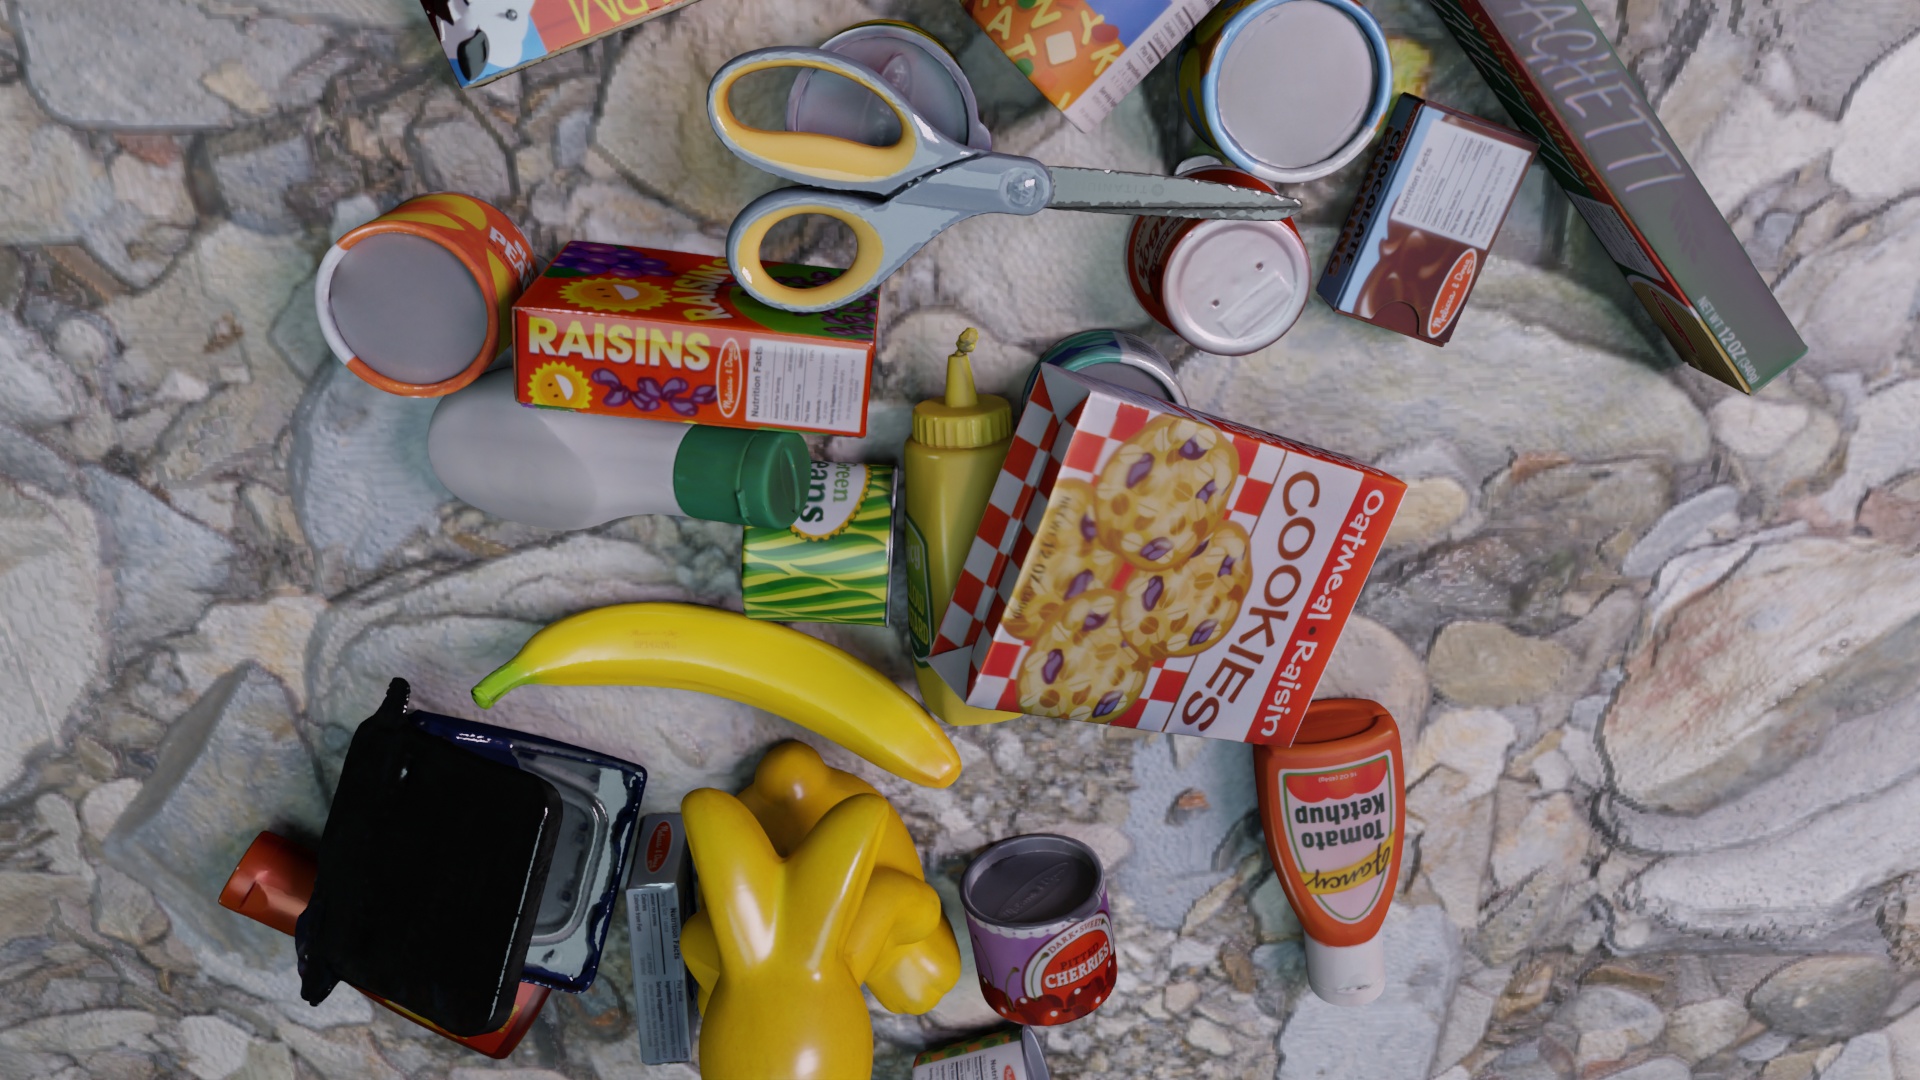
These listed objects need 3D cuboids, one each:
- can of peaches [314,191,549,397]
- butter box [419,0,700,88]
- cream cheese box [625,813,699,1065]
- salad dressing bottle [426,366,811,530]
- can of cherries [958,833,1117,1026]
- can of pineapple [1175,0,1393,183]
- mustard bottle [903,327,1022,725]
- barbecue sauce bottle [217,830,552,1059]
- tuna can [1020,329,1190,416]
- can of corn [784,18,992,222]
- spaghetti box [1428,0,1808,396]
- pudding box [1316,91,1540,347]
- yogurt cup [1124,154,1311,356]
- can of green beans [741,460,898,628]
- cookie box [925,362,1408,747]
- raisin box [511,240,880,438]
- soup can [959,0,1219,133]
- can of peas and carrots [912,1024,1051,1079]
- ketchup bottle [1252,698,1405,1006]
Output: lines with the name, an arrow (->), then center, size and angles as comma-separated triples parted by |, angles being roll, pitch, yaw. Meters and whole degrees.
can of peaches -> -0.195, -0.092, 0.518 | 0.071, 0.058, 0.071 | 0, 113, -1
butter box -> -0.139, -0.203, 0.491 | 0.103, 0.024, 0.053 | -19, 113, 7
cream cheese box -> -0.136, 0.185, 0.642 | 0.024, 0.053, 0.103 | -1, 114, -3
salad dressing bottle -> -0.129, -0.031, 0.524 | 0.148, 0.044, 0.064 | 8, 127, 21
can of cherries -> 0.038, 0.179, 0.635 | 0.071, 0.072, 0.058 | -9, 114, 2
can of pineapple -> 0.114, -0.167, 0.496 | 0.071, 0.058, 0.070 | -1, 113, -1
mustard bottle -> 0.002, -0.007, 0.560 | 0.049, 0.065, 0.159 | -8, 109, -14
barbecue sauce bottle -> -0.262, 0.182, 0.642 | 0.148, 0.044, 0.064 | 31, 103, -13
tuna can -> 0.056, -0.047, 0.559 | 0.071, 0.033, 0.070 | -1, 113, -2
can of corn -> -0.025, -0.151, 0.498 | 0.071, 0.058, 0.071 | -1, 113, -1
spaghetti box -> 0.227, -0.155, 0.509 | 0.028, 0.050, 0.249 | -40, 109, 13
pudding box -> 0.177, -0.122, 0.532 | 0.050, 0.030, 0.083 | 15, 112, -9
yogurt cup -> 0.099, -0.103, 0.525 | 0.072, 0.054, 0.072 | -1, 114, -2
can of green beans -> -0.055, 0.000, 0.558 | 0.058, 0.071, 0.071 | 4, 113, -3
cookie box -> 0.084, 0.012, 0.542 | 0.167, 0.040, 0.122 | 12, 106, -33
raisin box -> -0.093, -0.076, 0.513 | 0.123, 0.086, 0.040 | 6, 118, -4
soup can -> 0.049, -0.195, 0.478 | 0.071, 0.071, 0.083 | 42, 106, -17
can of peas and carrots -> 0.014, 0.279, 0.681 | 0.059, 0.071, 0.070 | -17, 113, 6
ketchup bottle -> 0.173, 0.146, 0.641 | 0.065, 0.044, 0.148 | -10, 114, 2
